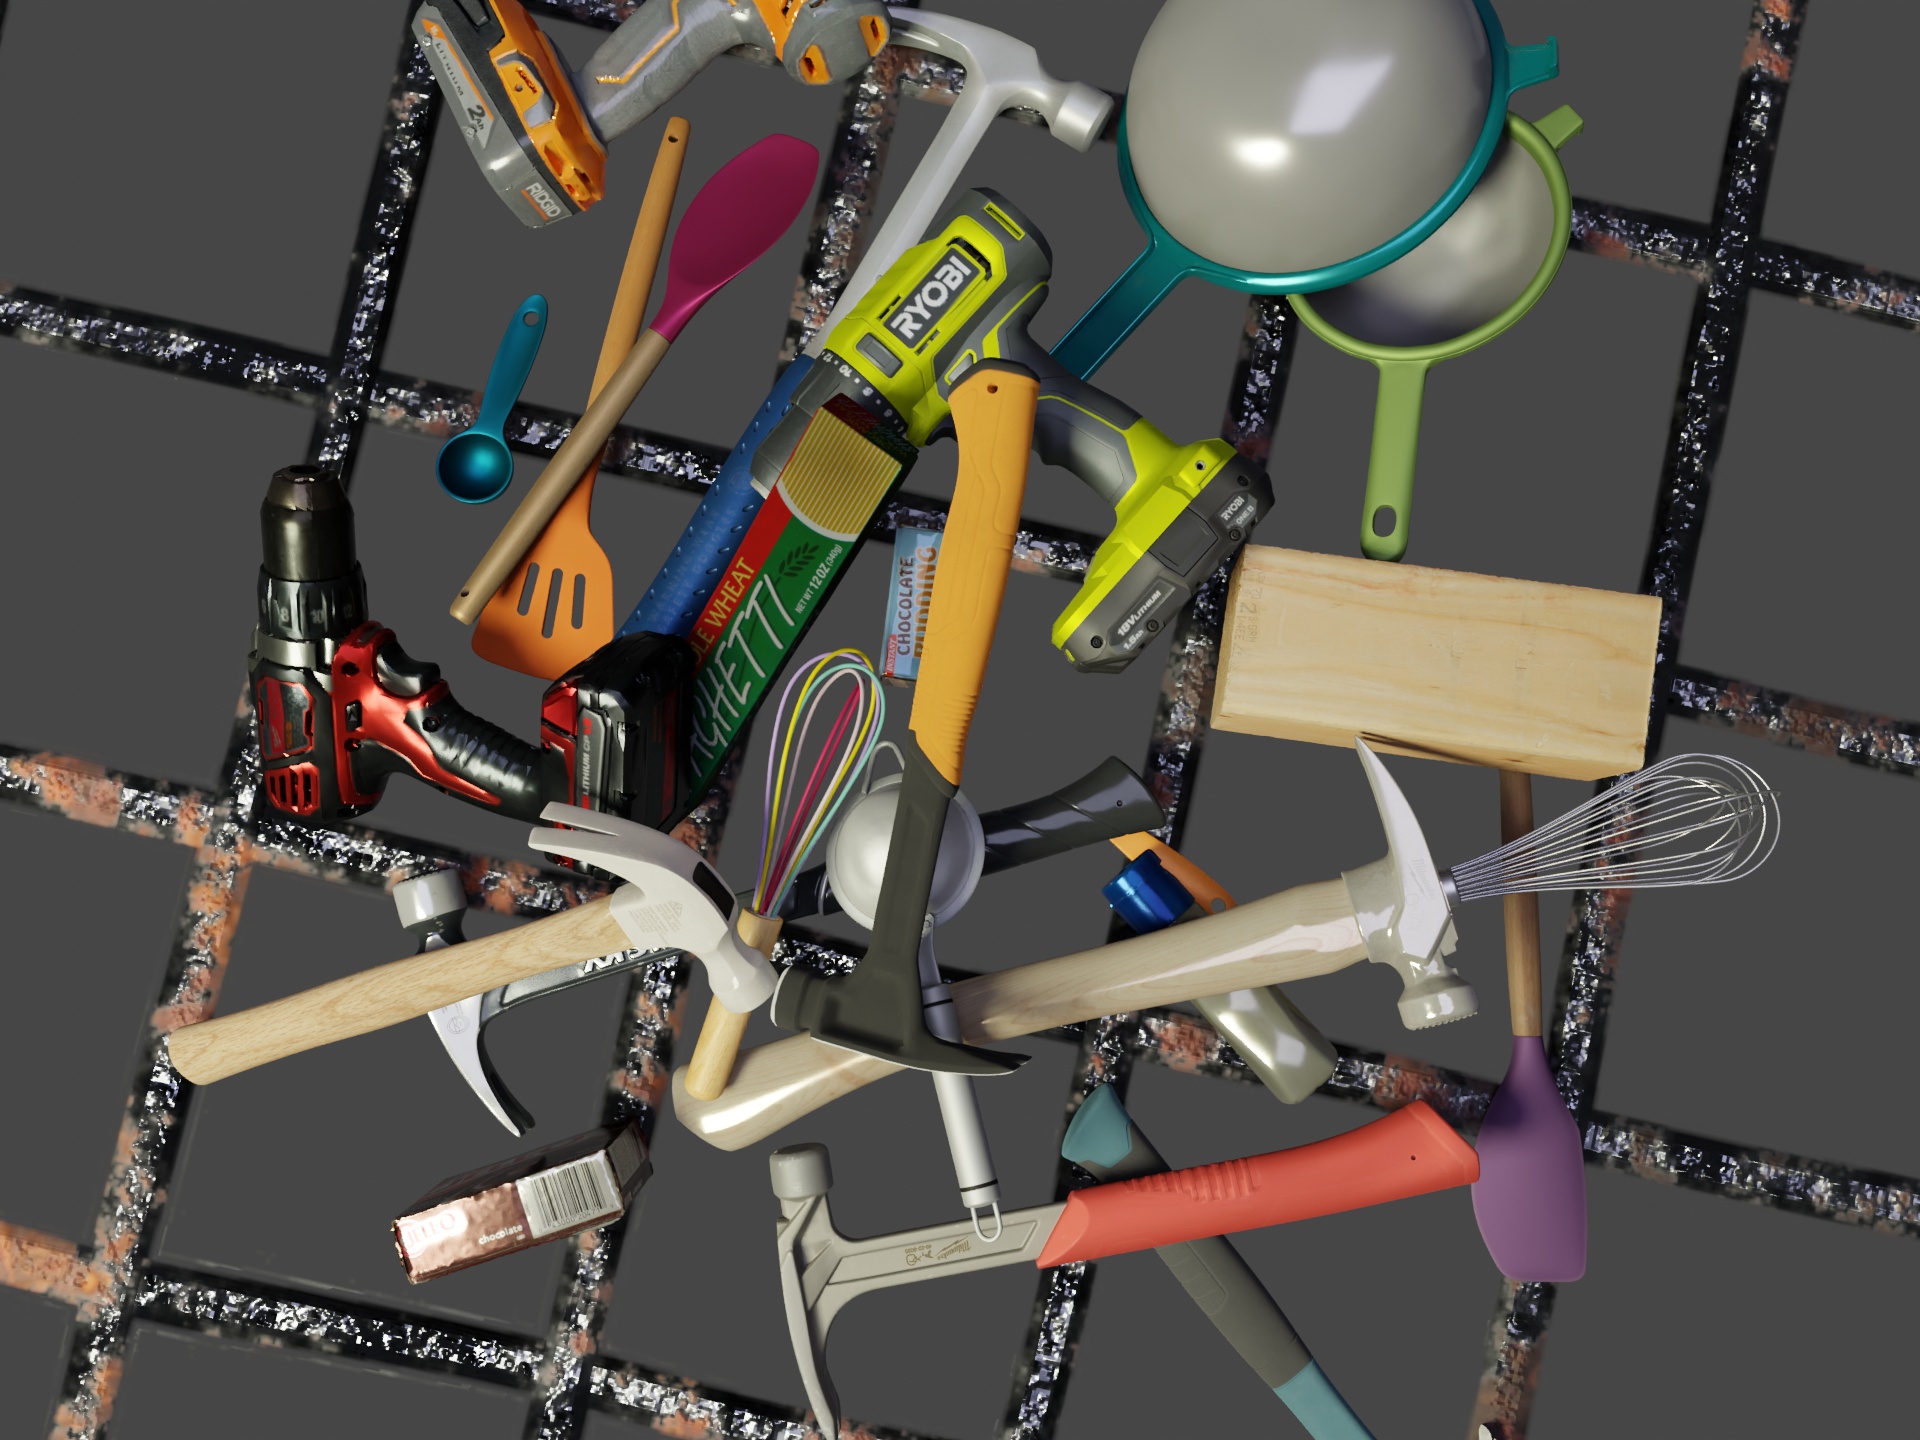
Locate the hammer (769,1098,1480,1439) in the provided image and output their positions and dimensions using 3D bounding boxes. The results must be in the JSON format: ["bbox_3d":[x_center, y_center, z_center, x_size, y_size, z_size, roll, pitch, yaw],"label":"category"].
[{"bbox_3d":[0.087,0.264,0.818,0.359,0.036,0.149,-11,87,1],"label":"hammer"}]

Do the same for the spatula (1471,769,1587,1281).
[{"bbox_3d":[0.306,0.146,0.869,0.060,0.018,0.316,-2,86,11],"label":"spatula"}]

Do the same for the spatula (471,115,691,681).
[{"bbox_3d":[-0.195,-0.181,0.883,0.081,0.041,0.323,14,82,-1],"label":"spatula"}]

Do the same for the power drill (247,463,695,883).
[{"bbox_3d":[-0.254,-0.022,0.801,0.227,0.080,0.187,12,115,11],"label":"power drill"}]

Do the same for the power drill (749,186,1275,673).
[{"bbox_3d":[0.024,-0.130,0.809,0.228,0.080,0.190,42,89,3],"label":"power drill"}]

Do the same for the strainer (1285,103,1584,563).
[{"bbox_3d":[0.244,-0.202,0.856,0.151,0.069,0.256,5,83,23],"label":"strainer"}]

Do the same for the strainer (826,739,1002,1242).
[{"bbox_3d":[-0.015,0.130,0.796,0.087,0.050,0.258,-17,78,13],"label":"strainer"}]

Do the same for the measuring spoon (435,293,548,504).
[{"bbox_3d":[-0.254,-0.177,0.887,0.042,0.021,0.129,16,77,1],"label":"measuring spoon"}]

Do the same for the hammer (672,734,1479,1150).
[{"bbox_3d":[0.041,0.132,0.819,0.410,0.038,0.146,-17,76,10],"label":"hammer"}]

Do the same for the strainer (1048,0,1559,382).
[{"bbox_3d":[0.128,-0.291,0.832,0.340,0.095,0.211,-47,66,6],"label":"strainer"}]

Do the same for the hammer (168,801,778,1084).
[{"bbox_3d":[-0.264,0.128,0.800,0.331,0.031,0.130,-18,120,17],"label":"hammer"}]

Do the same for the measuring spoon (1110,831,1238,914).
[{"bbox_3d":[0.107,0.075,0.874,0.117,0.011,0.021,37,87,2],"label":"measuring spoon"}]

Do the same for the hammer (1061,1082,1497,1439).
[{"bbox_3d":[0.166,0.336,0.847,0.128,0.033,0.331,-39,87,-2],"label":"hammer"}]

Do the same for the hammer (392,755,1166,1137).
[{"bbox_3d":[-0.089,0.100,0.852,0.409,0.036,0.149,-16,88,0],"label":"hammer"}]

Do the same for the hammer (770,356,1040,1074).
[{"bbox_3d":[-0.001,-0.002,0.756,0.127,0.034,0.337,11,92,19],"label":"hammer"}]

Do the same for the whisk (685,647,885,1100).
[{"bbox_3d":[-0.091,0.080,0.818,0.051,0.047,0.245,20,93,12],"label":"whisk"}]

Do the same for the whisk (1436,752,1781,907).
[{"bbox_3d":[0.285,0.080,0.839,0.284,0.070,0.070,-18,87,11],"label":"whisk"}]

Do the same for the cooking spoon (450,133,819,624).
[{"bbox_3d":[-0.176,-0.185,0.852,0.069,0.017,0.319,30,83,28],"label":"cooking spoon"}]

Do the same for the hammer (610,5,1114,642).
[{"bbox_3d":[-0.076,-0.207,0.877,0.144,0.035,0.405,30,86,1],"label":"hammer"}]

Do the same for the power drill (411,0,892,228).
[{"bbox_3d":[-0.170,-0.384,0.854,0.226,0.084,0.164,-27,80,3],"label":"power drill"}]
